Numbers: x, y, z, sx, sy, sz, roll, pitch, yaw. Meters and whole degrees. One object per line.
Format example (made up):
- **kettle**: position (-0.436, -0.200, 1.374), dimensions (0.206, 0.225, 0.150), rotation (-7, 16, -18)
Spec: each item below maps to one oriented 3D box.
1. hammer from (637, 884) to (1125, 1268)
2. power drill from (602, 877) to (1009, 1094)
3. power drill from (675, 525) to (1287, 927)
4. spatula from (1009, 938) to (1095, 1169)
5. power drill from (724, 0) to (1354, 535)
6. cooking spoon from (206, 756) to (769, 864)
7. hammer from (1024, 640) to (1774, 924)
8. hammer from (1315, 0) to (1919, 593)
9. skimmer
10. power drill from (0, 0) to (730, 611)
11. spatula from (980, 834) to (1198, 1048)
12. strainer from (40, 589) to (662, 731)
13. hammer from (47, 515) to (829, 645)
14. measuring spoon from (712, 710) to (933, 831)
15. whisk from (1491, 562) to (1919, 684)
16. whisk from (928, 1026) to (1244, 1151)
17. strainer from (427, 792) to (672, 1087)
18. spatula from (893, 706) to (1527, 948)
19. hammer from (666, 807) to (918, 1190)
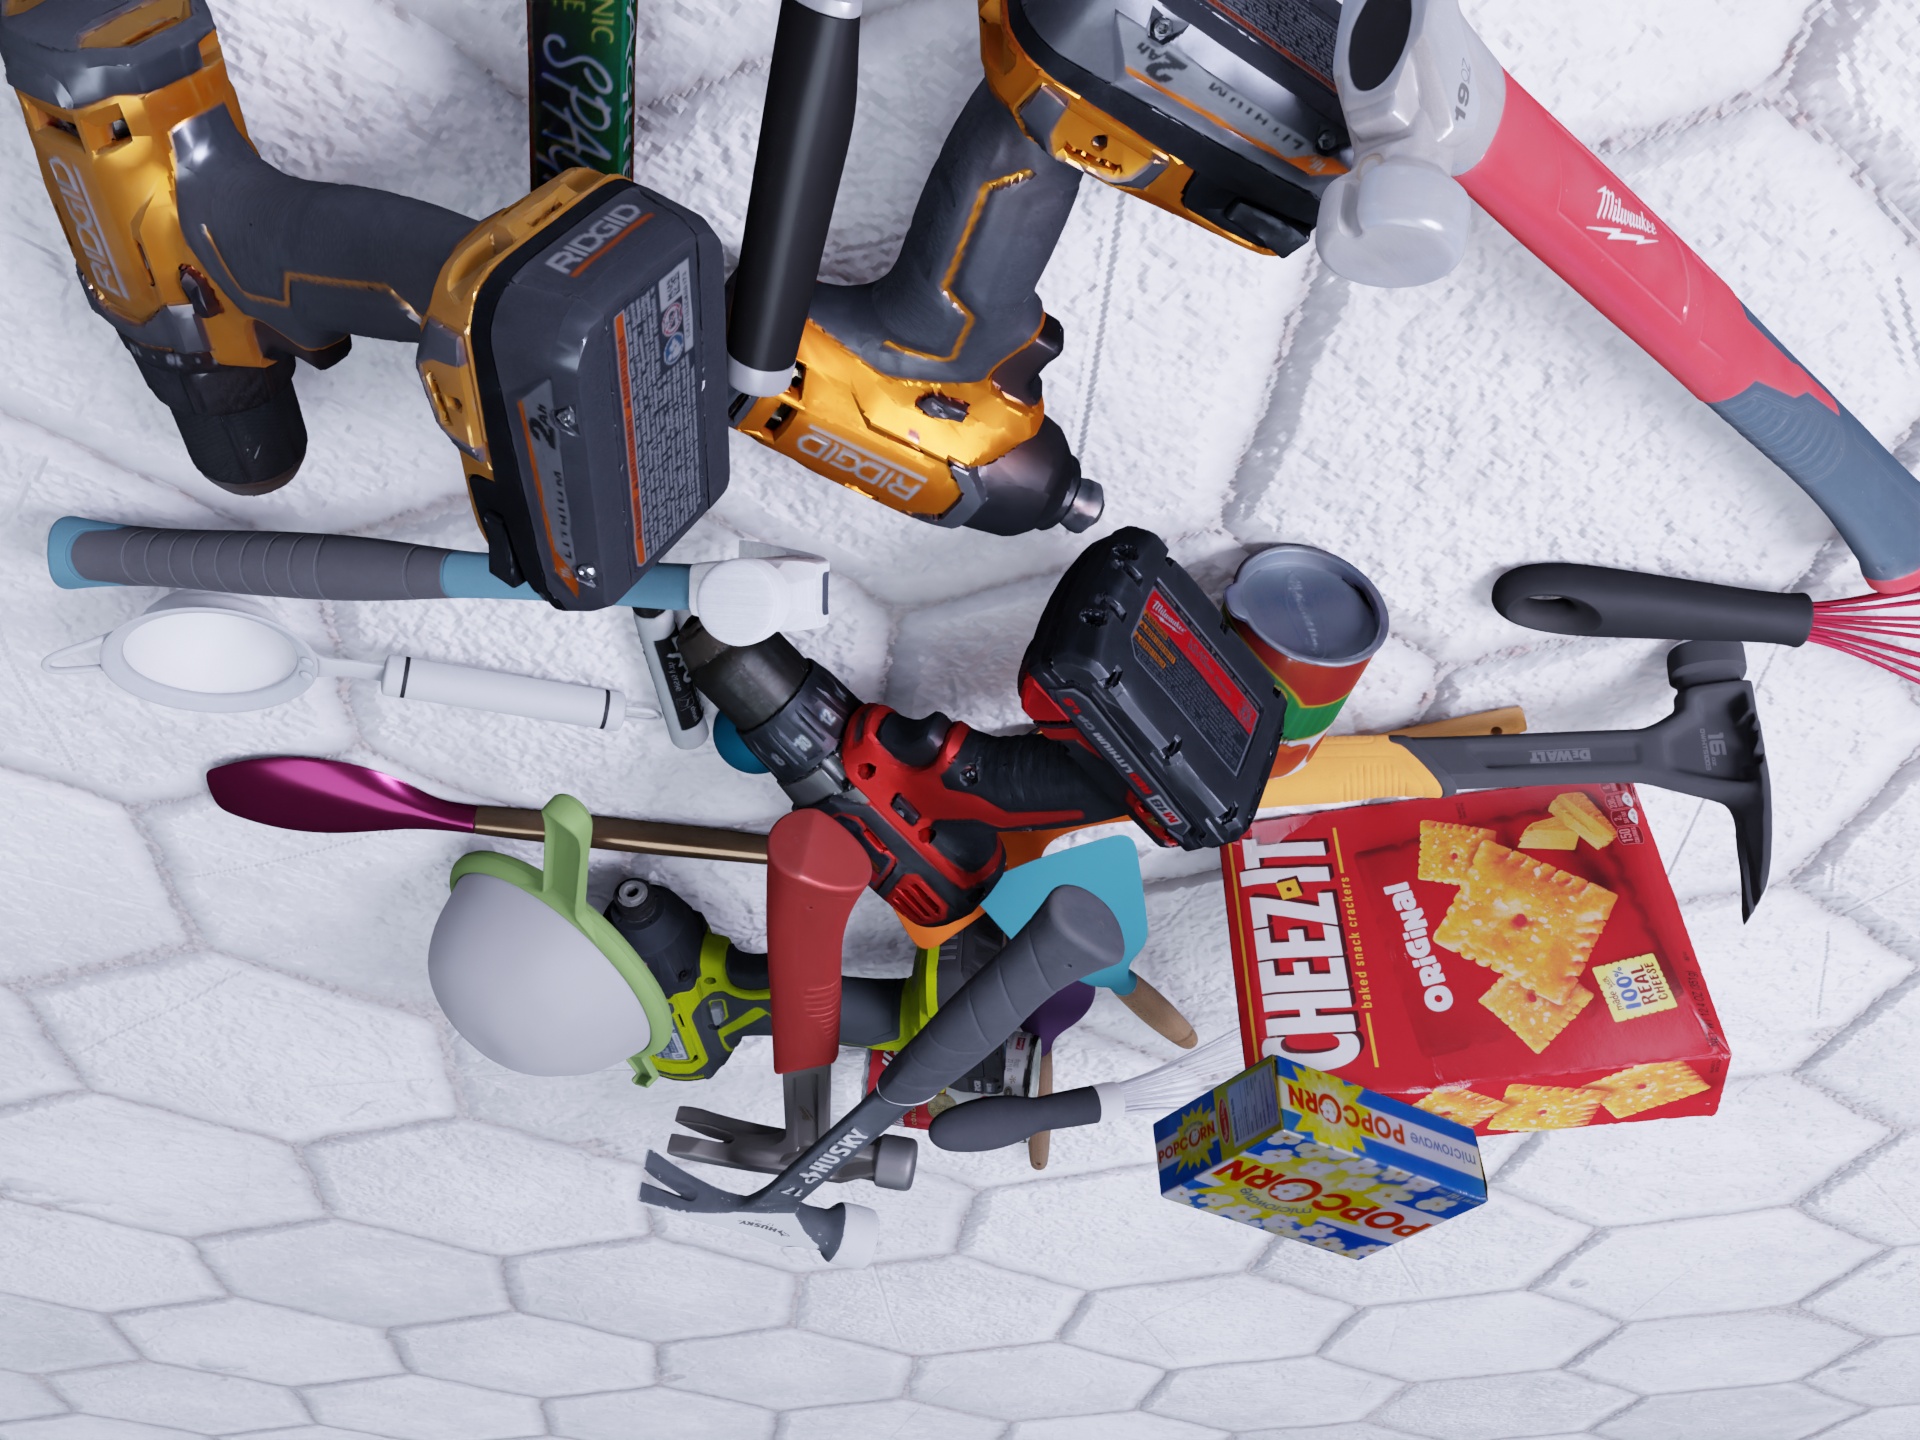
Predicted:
- **hammer**: position (-0.039, 0.187, 0.795), dimensions (0.149, 0.036, 0.408), rotation (19, 139, -18)
- **power drill**: position (-0.086, 0.147, 0.896), dimensions (0.223, 0.080, 0.171), rotation (1, 141, 6)
- **power drill**: position (-0.001, -0.002, 0.671), dimensions (0.227, 0.080, 0.187), rotation (-21, 121, 43)
- **spatula**: position (0.054, 0.226, 1.042), dimensions (0.060, 0.018, 0.315), rotation (8, 142, 8)
- **power drill**: position (0.028, -0.145, 0.524), dimensions (0.164, 0.084, 0.226), rotation (22, 141, -26)
- **cooking spoon**: position (-0.225, 0.054, 0.827), dimensions (0.319, 0.017, 0.068), rotation (6, 143, -7)
- **hammer**: position (0.185, 0.029, 0.726), dimensions (0.337, 0.127, 0.034), rotation (-2, 153, 13)
- **hammer**: position (0.252, -0.140, 0.530), dimensions (0.386, 0.143, 0.038), rotation (20, 167, -39)
- **skimmer**: position (-0.043, -0.228, 0.365), dimensions (0.090, 0.127, 0.363), rotation (-25, 147, -39)
- **power drill**: position (-0.187, -0.117, 0.509), dimensions (0.226, 0.084, 0.185), rotation (25, 142, 14)
- **spatula**: position (0.095, 0.140, 0.886), dimensions (0.082, 0.044, 0.317), rotation (-21, 153, 11)
- **strainer**: position (-0.262, -0.022, 0.714), dimensions (0.258, 0.050, 0.086), rotation (10, 147, -21)
- **hammer**: position (-0.210, -0.058, 0.623), dimensions (0.331, 0.128, 0.033), rotation (4, 98, 11)
- **measuring spoon**: position (-0.062, 0.031, 0.770), dimensions (0.128, 0.021, 0.042), rotation (27, 131, -10)
- **whisk**: position (0.375, -0.041, 0.673), dimensions (0.296, 0.073, 0.073), rotation (6, 142, 4)
- **whisk**: position (0.116, 0.223, 0.949), dimensions (0.284, 0.070, 0.070), rotation (-6, 145, -19)
- **strainer**: position (-0.218, 0.119, 0.802), dimensions (0.151, 0.069, 0.256), rotation (36, 147, 7)
- **spatula**: position (0.116, 0.041, 0.788), dimensions (0.322, 0.041, 0.081), rotation (-14, 115, 15)
- **hammer**: position (-0.089, 0.158, 0.824), dimensions (0.149, 0.037, 0.358), rotation (9, 143, 2)
